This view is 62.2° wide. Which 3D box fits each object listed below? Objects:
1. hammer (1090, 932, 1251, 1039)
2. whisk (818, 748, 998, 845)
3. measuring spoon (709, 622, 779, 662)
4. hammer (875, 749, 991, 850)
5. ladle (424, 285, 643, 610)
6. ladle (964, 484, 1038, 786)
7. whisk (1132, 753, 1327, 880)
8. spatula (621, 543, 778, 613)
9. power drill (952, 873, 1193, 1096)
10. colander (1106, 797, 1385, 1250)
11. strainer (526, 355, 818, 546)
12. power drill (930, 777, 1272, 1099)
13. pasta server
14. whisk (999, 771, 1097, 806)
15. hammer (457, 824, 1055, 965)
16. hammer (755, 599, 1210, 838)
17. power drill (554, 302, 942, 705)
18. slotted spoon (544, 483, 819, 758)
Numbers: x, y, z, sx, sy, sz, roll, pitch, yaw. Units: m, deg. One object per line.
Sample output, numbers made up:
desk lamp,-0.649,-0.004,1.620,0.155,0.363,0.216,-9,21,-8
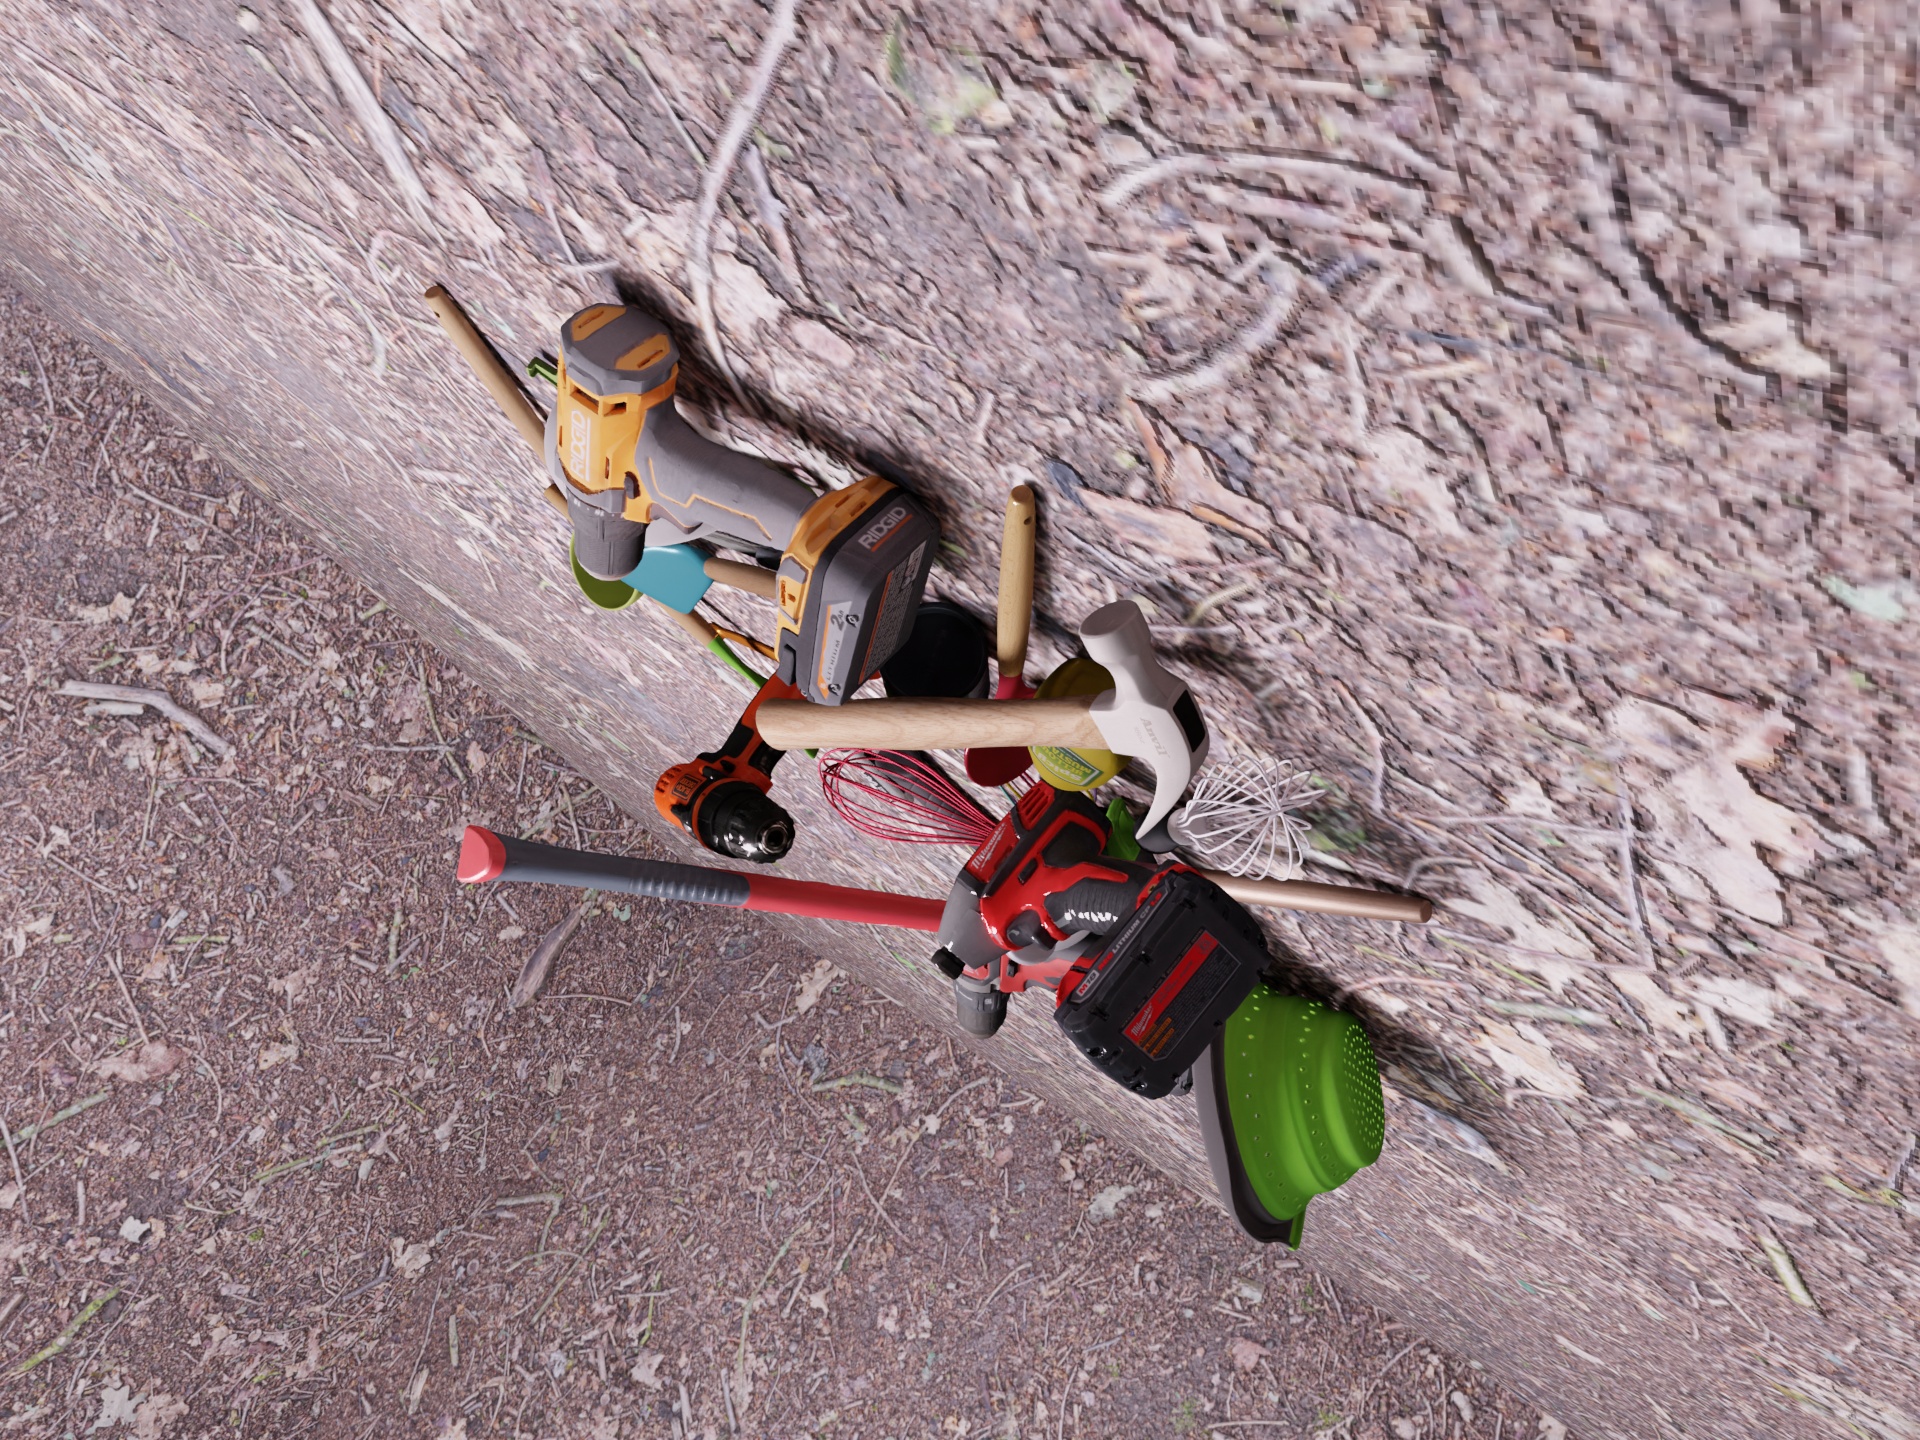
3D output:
hammer,0.156,0.207,1.317,0.337,0.034,0.127,33,137,-1
whisk,0.017,0.086,1.238,0.296,0.073,0.073,20,161,18
measuring spoon,-0.181,-0.062,1.358,0.117,0.011,0.021,23,161,42
hammer,0.050,0.130,1.387,0.334,0.035,0.146,43,164,-23
ladle,-0.311,-0.190,1.167,0.078,0.062,0.319,23,159,27
ladle,0.028,-0.040,0.875,0.031,0.069,0.315,49,165,19
whisk,0.139,0.060,0.915,0.070,0.070,0.284,37,171,-2
spatula,-0.167,-0.094,1.109,0.082,0.044,0.318,31,174,-29
power drill,0.092,0.219,1.285,0.227,0.080,0.187,18,134,18
colander,0.215,0.208,1.127,0.094,0.205,0.396,-14,119,27
strainer,-0.181,-0.141,0.988,0.257,0.069,0.151,23,161,46
power drill,0.067,0.123,0.933,0.078,0.143,0.220,43,174,-29
pasta server,0.144,0.107,0.980,0.060,0.040,0.316,13,173,-44
whisk,-0.003,-0.002,1.042,0.244,0.051,0.047,40,168,-22
hammer,-0.137,0.114,1.073,0.386,0.038,0.143,9,178,-13
hammer,-0.003,0.003,0.880,0.331,0.031,0.130,-1,129,47
power drill,-0.133,-0.103,0.886,0.226,0.084,0.185,35,143,11
slotted spoon,-0.227,-0.085,1.331,0.313,0.031,0.070,43,-175,-8
